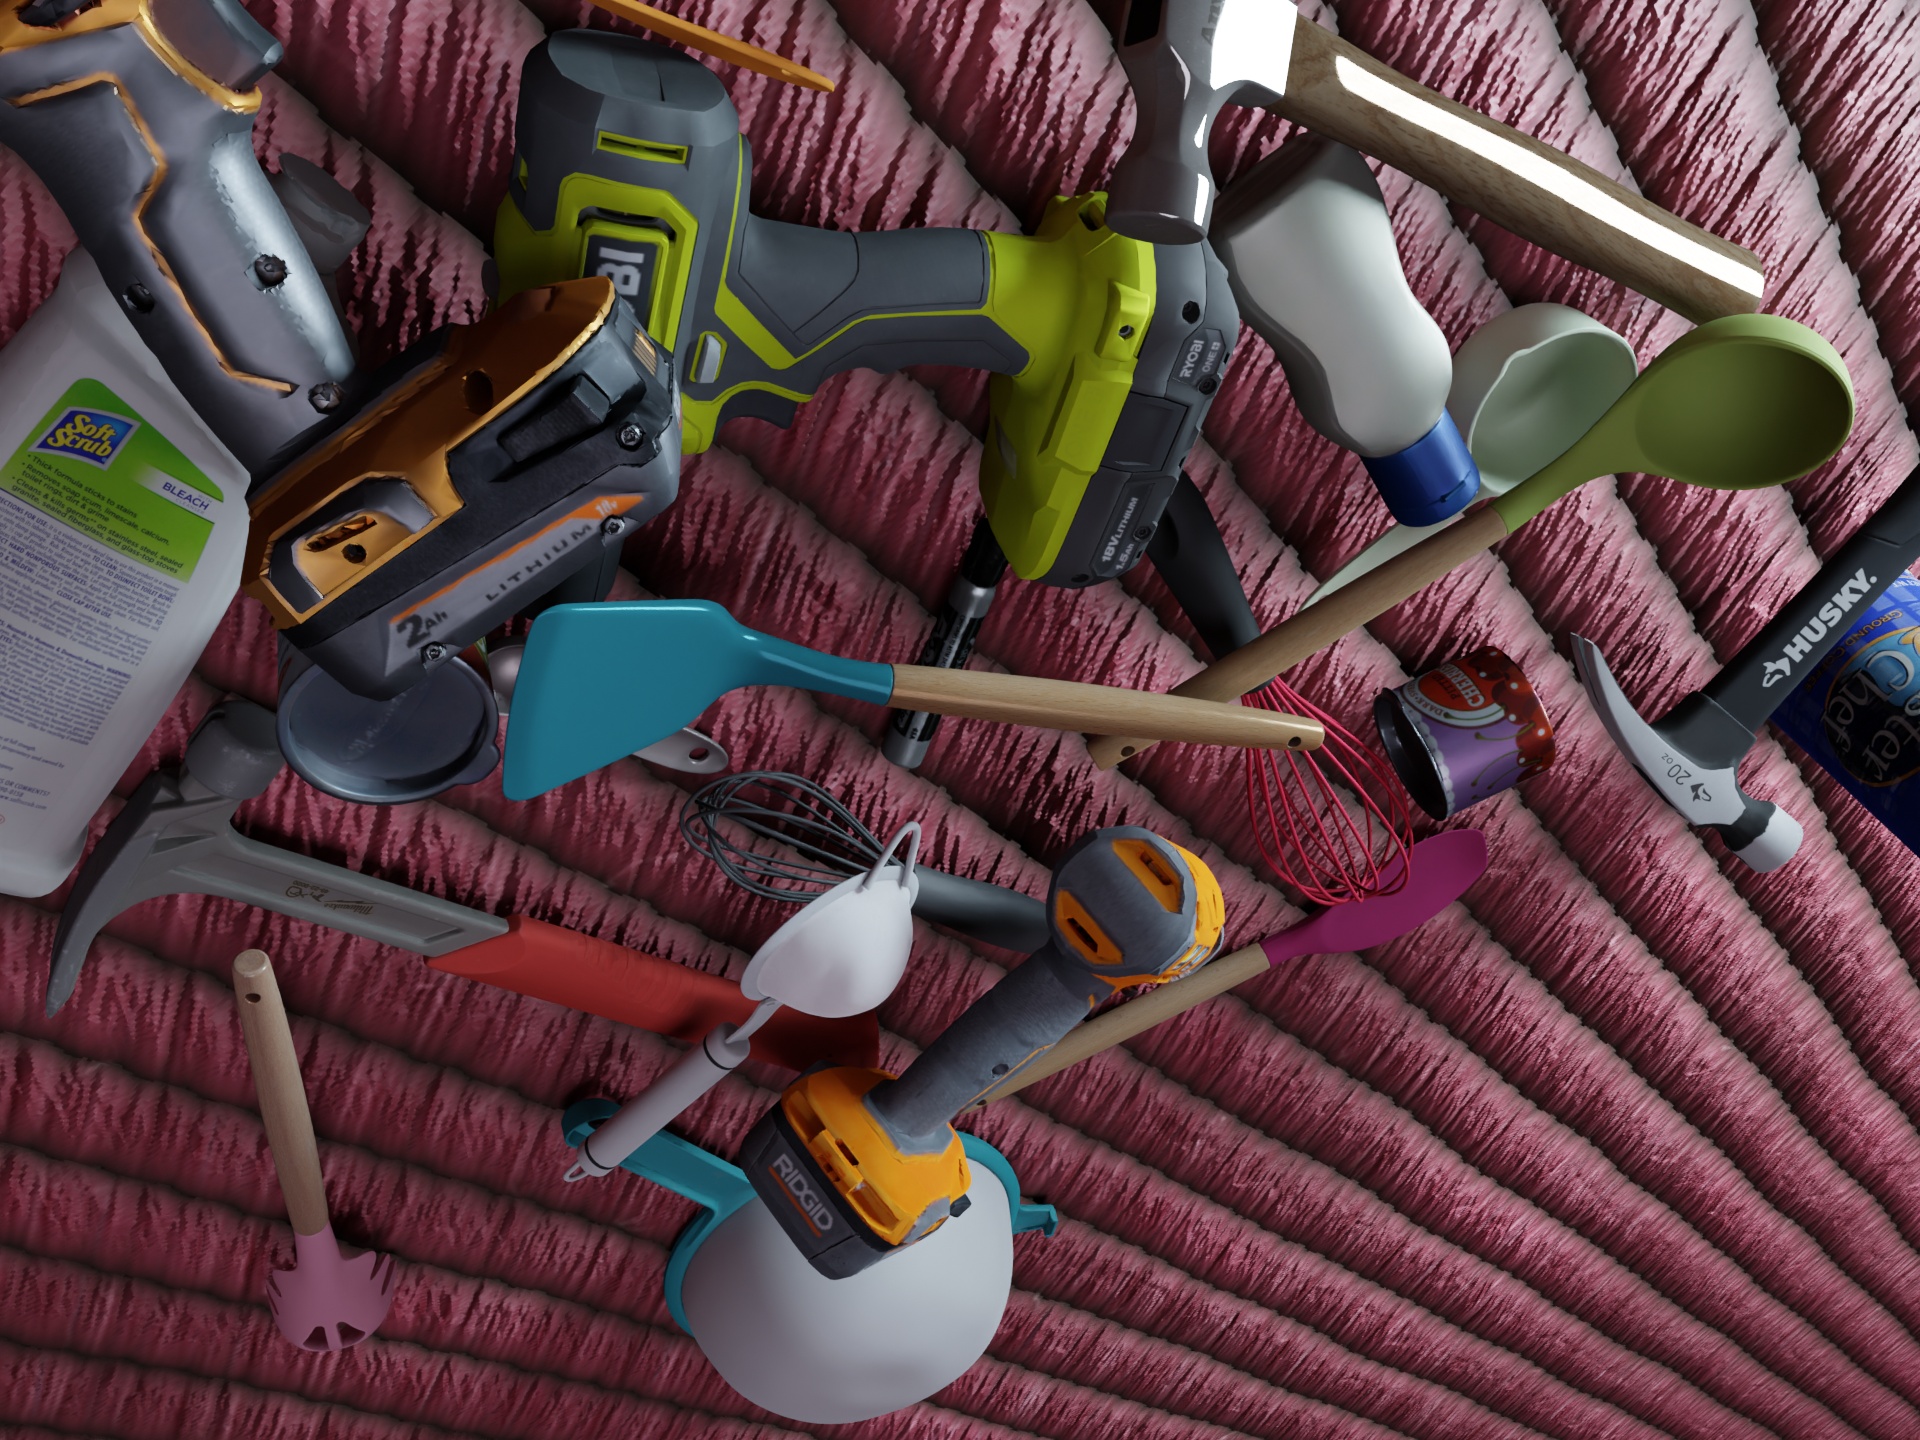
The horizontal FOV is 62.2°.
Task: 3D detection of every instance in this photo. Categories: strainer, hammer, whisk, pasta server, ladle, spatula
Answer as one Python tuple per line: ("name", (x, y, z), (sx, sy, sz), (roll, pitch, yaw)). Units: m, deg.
("strainer", (-0.094, 0.137, 0.685), (0.258, 0.050, 0.086), (-42, 156, 26))
("hammer", (-0.182, 0.110, 0.683), (0.358, 0.037, 0.149), (26, 115, -37))
("whisk", (0.137, -0.008, 0.703), (0.073, 0.073, 0.295), (-32, 129, 5))
("whisk", (-0.025, 0.071, 0.713), (0.238, 0.055, 0.055), (25, 116, -42))
("pasta server", (-0.288, 0.198, 0.695), (0.060, 0.040, 0.316), (-6, 135, -19))
("hammer", (0.438, -0.095, 0.743), (0.146, 0.035, 0.334), (39, 101, -5))
("hammer", (0.185, -0.193, 0.552), (0.331, 0.031, 0.130), (7, 94, -37))
("ladle", (0.194, -0.059, 0.626), (0.320, 0.062, 0.078), (-31, 131, 5))
("strainer", (-0.086, 0.296, 0.845), (0.211, 0.095, 0.340), (-36, 135, 9))
("spatula", (-0.001, -0.002, 0.578), (0.317, 0.044, 0.082), (6, 128, -21))

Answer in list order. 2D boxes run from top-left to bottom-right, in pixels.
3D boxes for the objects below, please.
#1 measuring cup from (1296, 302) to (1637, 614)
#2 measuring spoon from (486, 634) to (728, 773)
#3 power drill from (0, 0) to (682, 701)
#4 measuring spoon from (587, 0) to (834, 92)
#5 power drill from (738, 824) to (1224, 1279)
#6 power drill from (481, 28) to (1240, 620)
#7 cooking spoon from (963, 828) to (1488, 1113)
("measuring cup", (0.199, -0.104, 0.660), (0.167, 0.038, 0.083), (-42, 132, 17))
("measuring spoon", (-0.138, -0.005, 0.620), (0.034, 0.018, 0.124), (-44, 138, 17))
("power drill", (-0.157, -0.136, 0.380), (0.185, 0.084, 0.226), (-33, 119, 9))
("measuring spoon", (-0.077, -0.199, 0.449), (0.116, 0.021, 0.011), (0, 108, -50))
("power drill", (0.025, 0.139, 0.710), (0.226, 0.084, 0.164), (-43, 162, 6))
("power drill", (-0.043, -0.107, 0.527), (0.228, 0.080, 0.190), (2, 131, -22))
("cooking spoon", (0.140, 0.137, 0.857), (0.319, 0.017, 0.068), (-26, 133, -1))
